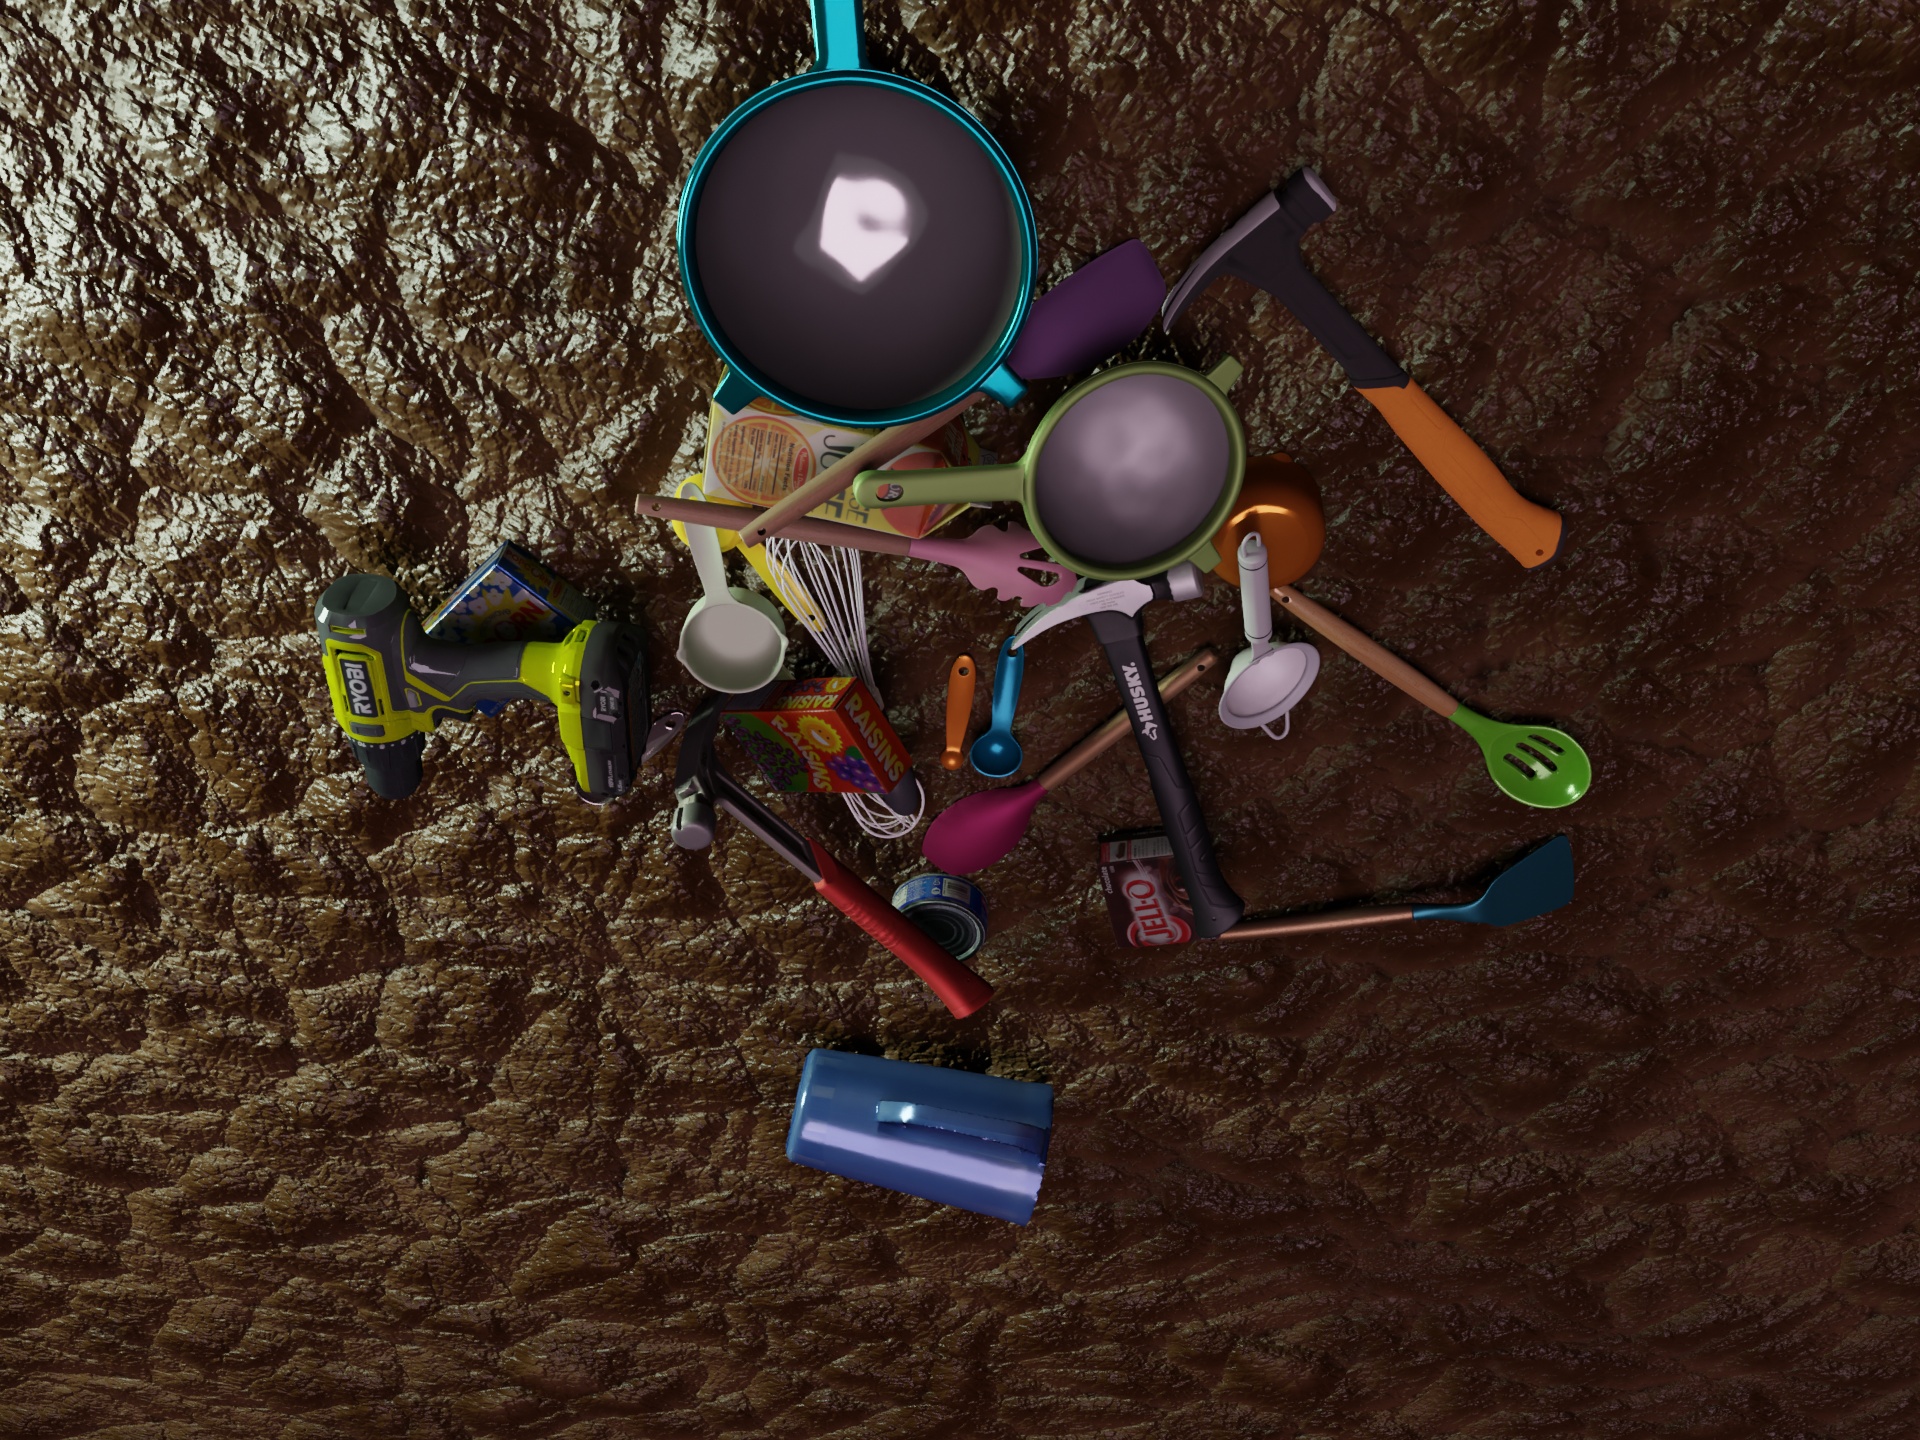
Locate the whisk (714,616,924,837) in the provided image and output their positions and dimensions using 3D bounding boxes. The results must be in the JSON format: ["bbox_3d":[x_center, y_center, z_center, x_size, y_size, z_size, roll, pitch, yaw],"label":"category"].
[{"bbox_3d":[-0.110,0.004,1.249,0.059,0.058,0.246,-43,118,-7],"label":"whisk"}]

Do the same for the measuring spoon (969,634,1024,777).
[{"bbox_3d":[0.034,-0.014,1.242,0.042,0.021,0.128,8,121,-1],"label":"measuring spoon"}]

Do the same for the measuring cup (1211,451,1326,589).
[{"bbox_3d":[0.169,-0.142,1.097,0.173,0.052,0.095,12,130,-9],"label":"measuring cup"}]

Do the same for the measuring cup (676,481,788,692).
[{"bbox_3d":[-0.172,-0.099,1.142,0.083,0.038,0.167,-8,120,5],"label":"measuring cup"}]

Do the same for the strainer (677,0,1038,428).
[{"bbox_3d":[-0.061,-0.345,0.925,0.211,0.095,0.340,-1,123,5],"label":"strainer"}]

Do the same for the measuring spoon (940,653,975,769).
[{"bbox_3d":[-0.002,-0.004,1.250,0.021,0.011,0.116,6,130,-2],"label":"measuring spoon"}]

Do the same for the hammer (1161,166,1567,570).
[{"bbox_3d":[0.284,-0.205,1.050,0.336,0.034,0.127,37,122,-24],"label":"hammer"}]

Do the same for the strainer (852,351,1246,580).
[{"bbox_3d":[0.054,-0.167,1.035,0.256,0.069,0.151,-5,122,-10],"label":"strainer"}]

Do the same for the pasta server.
[{"bbox_3d":[-0.064,-0.125,1.093,0.316,0.040,0.060,7,94,-13],"label":"pasta server"}]

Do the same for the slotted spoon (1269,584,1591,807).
[{"bbox_3d":[0.354,-0.023,1.202,0.313,0.031,0.070,31,125,-18],"label":"slotted spoon"}]

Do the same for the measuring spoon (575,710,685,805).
[{"bbox_3d":[-0.267,0.027,1.297,0.124,0.018,0.034,-38,118,22],"label":"measuring spoon"}]

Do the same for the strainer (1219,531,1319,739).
[{"bbox_3d":[0.212,-0.063,1.127,0.087,0.050,0.258,-30,151,-3],"label":"strainer"}]

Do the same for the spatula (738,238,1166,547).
[{"bbox_3d":[-0.006,-0.199,1.012,0.316,0.018,0.059,-33,114,1],"label":"spatula"}]

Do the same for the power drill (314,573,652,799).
[{"bbox_3d":[-0.351,-0.009,1.180,0.228,0.080,0.190,6,130,1],"label":"power drill"}]

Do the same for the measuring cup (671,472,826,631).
[{"bbox_3d":[-0.150,-0.113,1.158,0.062,0.029,0.156,-27,121,24],"label":"measuring cup"}]

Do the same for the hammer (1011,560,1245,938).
[{"bbox_3d":[0.151,0.034,1.225,0.146,0.035,0.334,-12,119,17],"label":"hammer"}]

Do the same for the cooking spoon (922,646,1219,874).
[{"bbox_3d":[0.085,0.036,1.274,0.068,0.017,0.319,38,122,-20],"label":"cooking spoon"}]

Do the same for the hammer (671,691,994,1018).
[{"bbox_3d":[-0.094,0.129,1.291,0.036,0.149,0.358,-29,126,26],"label":"hammer"}]

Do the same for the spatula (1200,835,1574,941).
[{"bbox_3d":[0.359,0.159,1.357,0.317,0.044,0.082,-9,129,17],"label":"spatula"}]

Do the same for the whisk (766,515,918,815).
[{"bbox_3d":[-0.078,-0.041,1.181,0.070,0.070,0.284,-11,124,12],"label":"whisk"}]
